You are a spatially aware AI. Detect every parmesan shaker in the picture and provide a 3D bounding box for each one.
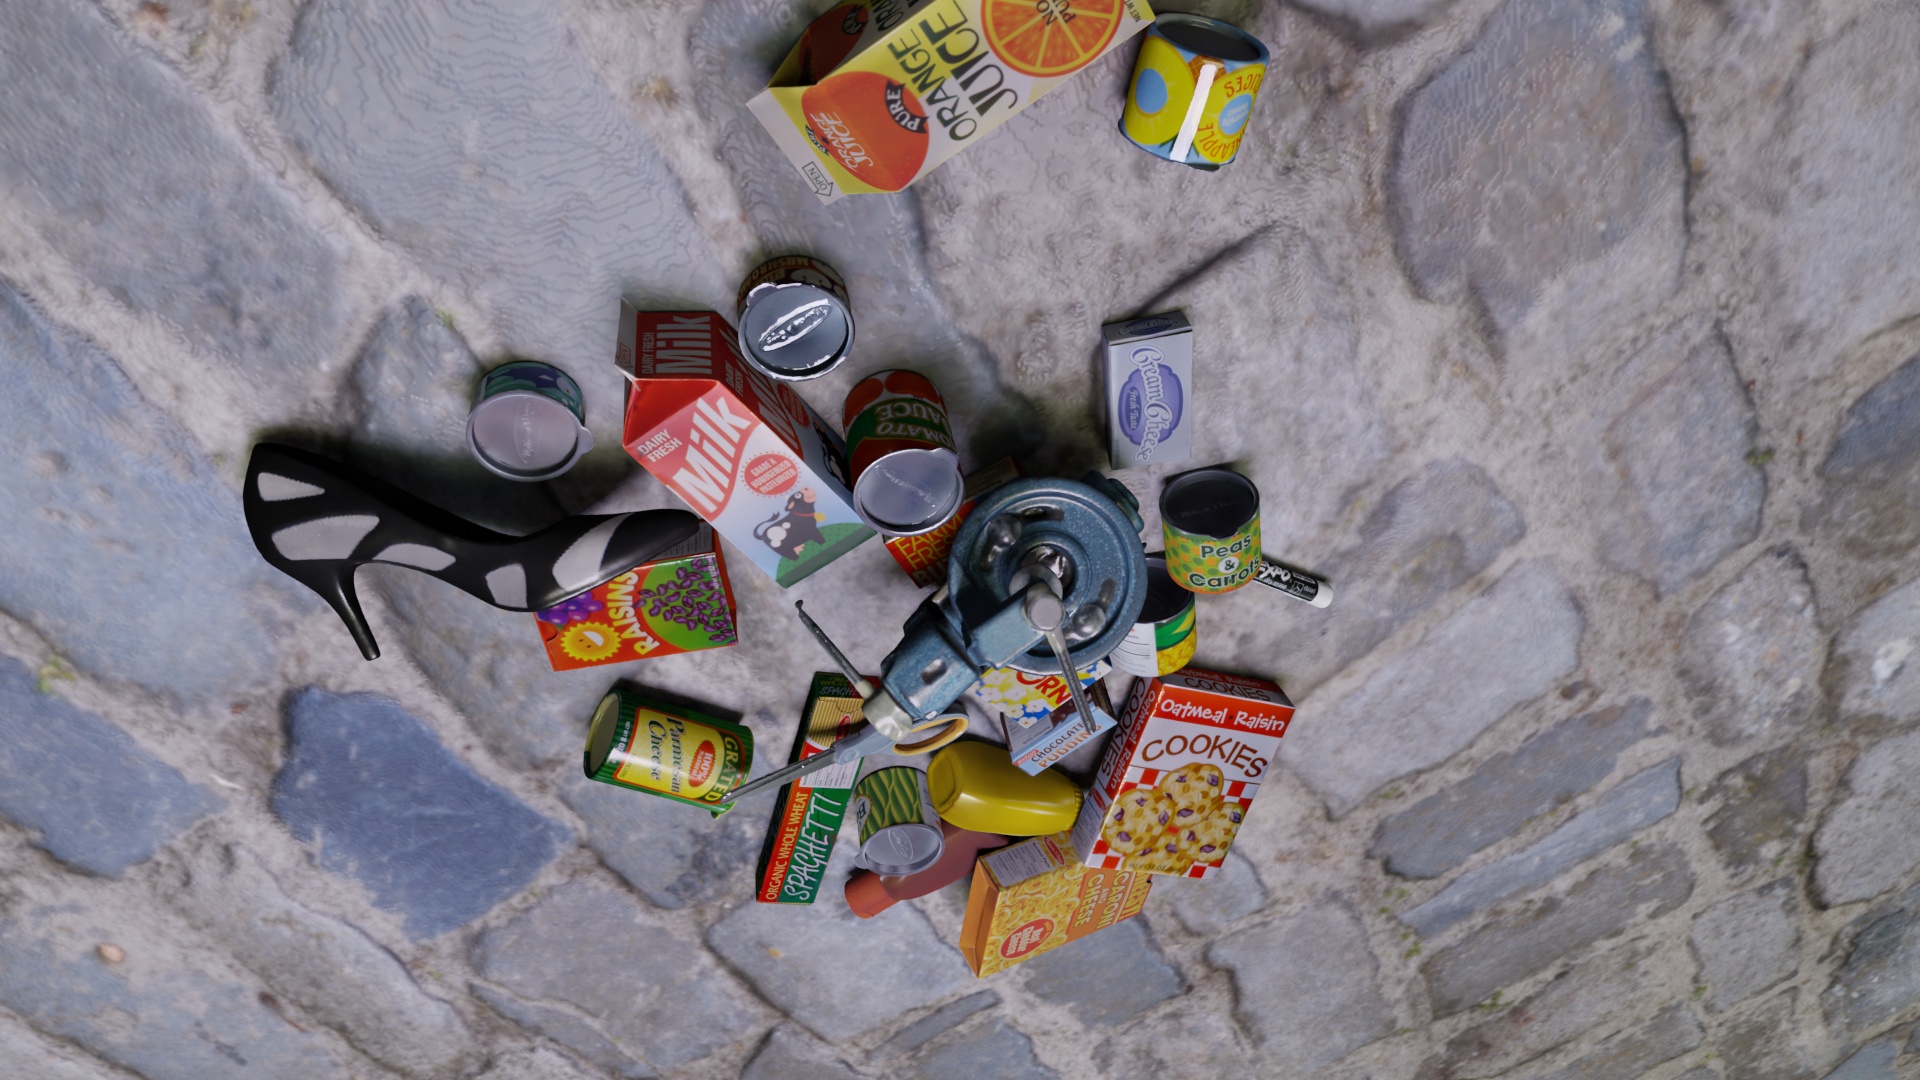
[{"bbox_3d":[-0.210,0.154,0.993,0.103,0.071,0.071,21,123,-27],"label":"parmesan shaker"}]

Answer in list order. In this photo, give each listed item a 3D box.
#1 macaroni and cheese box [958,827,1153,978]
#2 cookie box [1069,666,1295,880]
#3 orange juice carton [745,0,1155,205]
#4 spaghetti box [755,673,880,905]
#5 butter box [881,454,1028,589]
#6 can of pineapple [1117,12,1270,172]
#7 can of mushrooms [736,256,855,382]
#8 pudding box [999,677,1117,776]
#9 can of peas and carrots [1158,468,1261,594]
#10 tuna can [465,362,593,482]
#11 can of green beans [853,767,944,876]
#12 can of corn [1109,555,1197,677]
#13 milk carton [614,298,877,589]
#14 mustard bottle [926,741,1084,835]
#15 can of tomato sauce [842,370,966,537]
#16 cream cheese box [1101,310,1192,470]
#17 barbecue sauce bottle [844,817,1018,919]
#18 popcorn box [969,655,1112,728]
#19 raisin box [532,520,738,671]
[{"bbox_3d":[0.087,0.290,1.161,0.167,0.040,0.123,-13,135,-25],"label":"macaroni and cheese box"},{"bbox_3d":[0.173,0.182,1.088,0.123,0.040,0.166,12,110,-23],"label":"cookie box"},{"bbox_3d":[-0.010,-0.244,0.688,0.192,0.073,0.071,-30,130,15],"label":"orange juice carton"},{"bbox_3d":[-0.114,0.199,1.080,0.050,0.029,0.248,7,129,-17],"label":"spaghetti box"},{"bbox_3d":[0.003,-0.012,0.925,0.103,0.024,0.053,-27,130,11],"label":"butter box"},{"bbox_3d":[0.123,-0.235,0.727,0.071,0.071,0.057,3,130,-14],"label":"can of pineapple"},{"bbox_3d":[-0.096,-0.129,0.797,0.071,0.033,0.070,-6,132,-6],"label":"can of mushrooms"},{"bbox_3d":[0.073,0.135,1.050,0.083,0.050,0.030,-36,129,19],"label":"pudding box"},{"bbox_3d":[0.170,-0.005,0.935,0.071,0.071,0.058,-14,132,0],"label":"can of peas and carrots"},{"bbox_3d":[-0.252,-0.070,0.816,0.071,0.033,0.070,-6,131,-7],"label":"tuna can"},{"bbox_3d":[-0.049,0.221,1.093,0.071,0.058,0.071,-6,131,-7],"label":"can of green beans"},{"bbox_3d":[0.135,0.052,0.982,0.071,0.071,0.058,-12,132,-1],"label":"can of corn"},{"bbox_3d":[-0.136,-0.062,0.820,0.073,0.073,0.190,-31,129,15],"label":"milk carton"},{"bbox_3d":[0.049,0.203,1.097,0.160,0.065,0.048,20,126,-32],"label":"mustard bottle"},{"bbox_3d":[-0.035,-0.055,0.840,0.071,0.083,0.070,-6,131,-7],"label":"can of tomato sauce"},{"bbox_3d":[0.118,-0.093,0.879,0.053,0.024,0.103,-10,132,-3],"label":"cream cheese box"},{"bbox_3d":[-0.028,0.264,1.145,0.148,0.044,0.064,-33,134,18],"label":"barbecue sauce bottle"},{"bbox_3d":[0.038,0.074,0.997,0.085,0.038,0.126,-38,127,19],"label":"popcorn box"},{"bbox_3d":[-0.214,0.037,0.912,0.123,0.040,0.085,-8,132,-4],"label":"raisin box"}]
